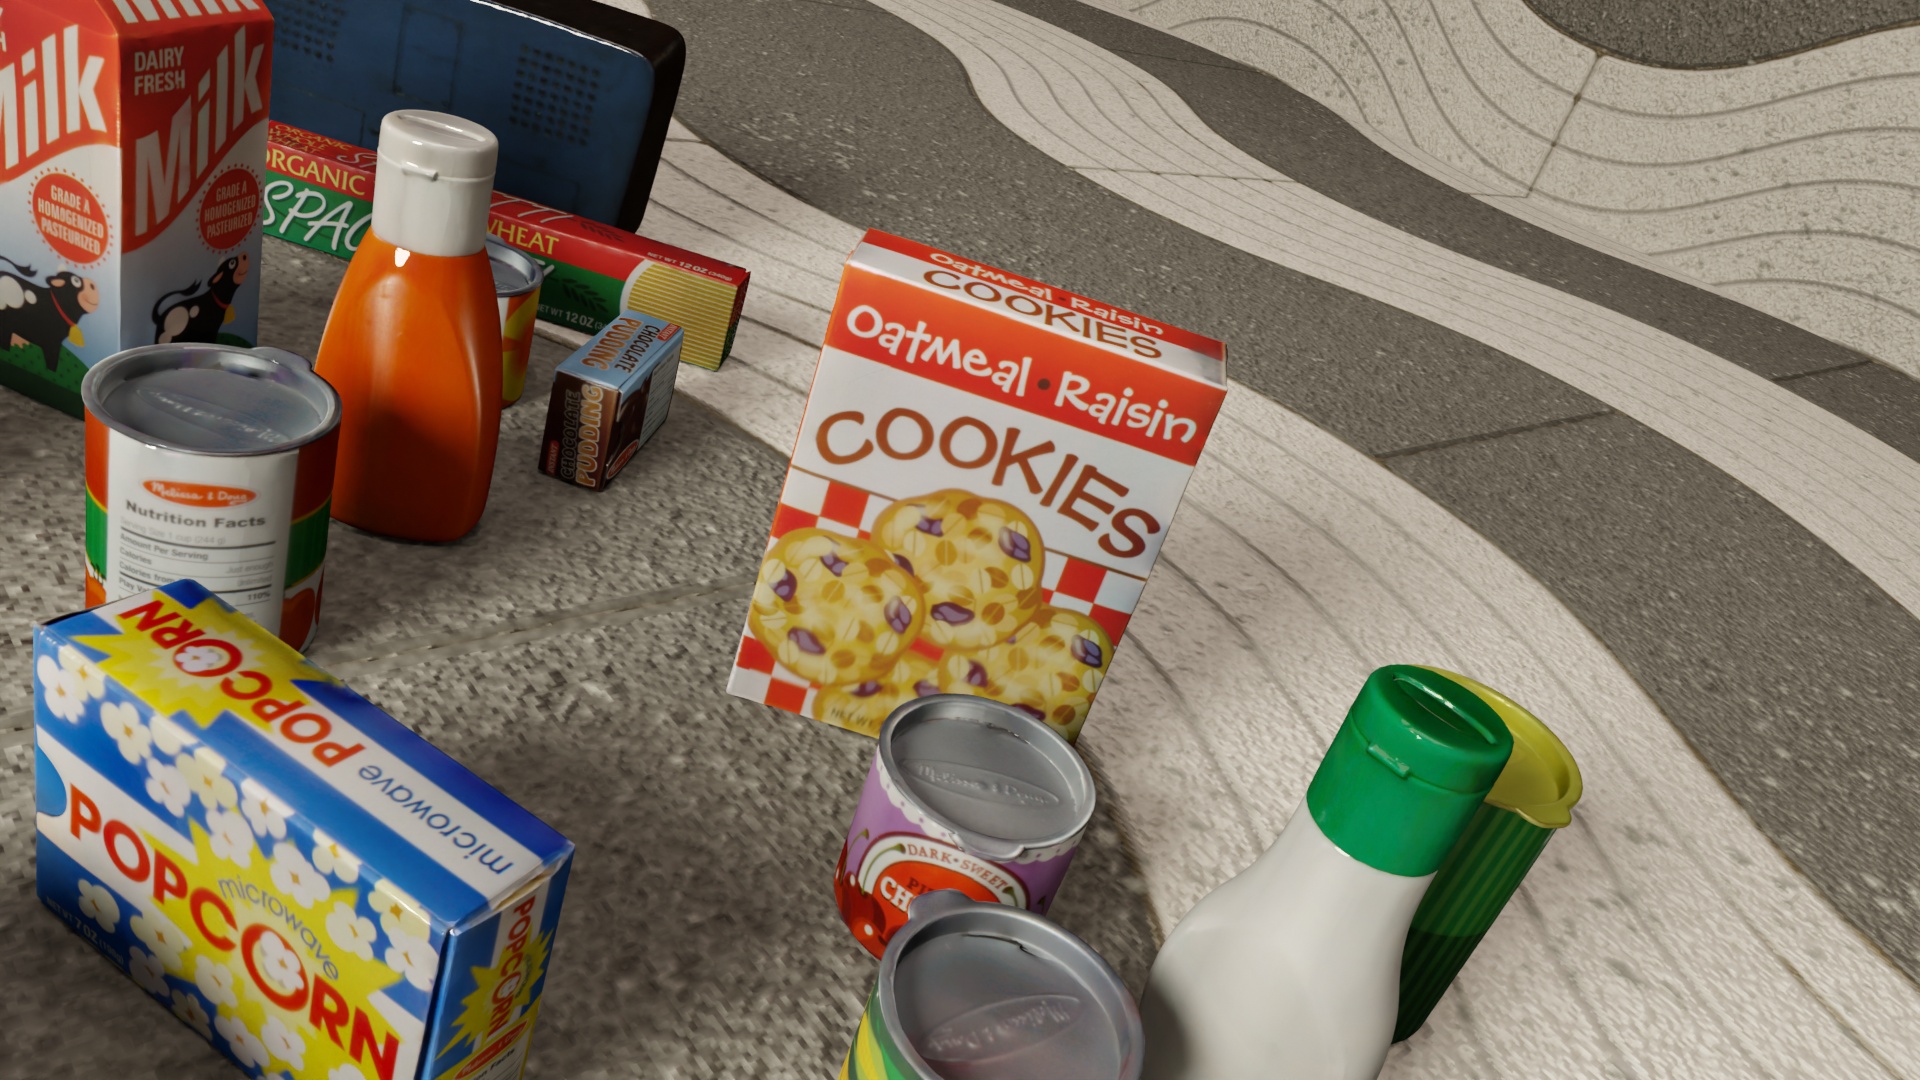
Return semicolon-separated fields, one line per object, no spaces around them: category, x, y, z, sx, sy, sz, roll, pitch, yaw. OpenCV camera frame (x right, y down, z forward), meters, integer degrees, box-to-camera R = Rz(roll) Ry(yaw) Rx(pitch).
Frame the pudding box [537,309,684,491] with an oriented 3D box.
pudding box;-0.149;-0.062;0.598;0.030;0.049;0.084;19;28;-1

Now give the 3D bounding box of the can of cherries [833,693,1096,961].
can of cherries;-0.001;0.090;0.414;0.071;0.058;0.072;15;29;-8

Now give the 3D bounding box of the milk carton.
milk carton;-0.302;-0.142;0.496;0.073;0.189;0.073;23;28;6

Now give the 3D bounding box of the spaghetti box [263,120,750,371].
spaghetti box;-0.233;-0.146;0.692;0.250;0.050;0.029;17;28;-5

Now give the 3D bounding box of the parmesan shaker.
parmesan shaker;0.139;0.101;0.434;0.071;0.102;0.071;15;28;-8

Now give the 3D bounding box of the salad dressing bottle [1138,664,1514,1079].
salad dressing bottle;0.092;0.100;0.359;0.044;0.147;0.064;-12;41;-45

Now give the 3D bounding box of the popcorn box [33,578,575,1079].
popcorn box;-0.153;0.076;0.316;0.127;0.084;0.038;29;29;17

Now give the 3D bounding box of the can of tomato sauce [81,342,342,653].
can of tomato sauce;-0.227;-0.009;0.422;0.071;0.082;0.071;15;28;-8

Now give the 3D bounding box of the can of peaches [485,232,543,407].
can of peaches;-0.219;-0.097;0.606;0.071;0.057;0.071;15;29;-8

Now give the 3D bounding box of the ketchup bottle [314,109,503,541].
ketchup bottle;-0.191;-0.073;0.487;0.065;0.148;0.044;15;28;-8

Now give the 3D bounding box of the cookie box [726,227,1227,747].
cookie box;0.002;-0.006;0.469;0.123;0.166;0.040;18;28;-3

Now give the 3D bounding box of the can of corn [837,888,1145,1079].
can of corn;0.003;0.132;0.343;0.071;0.058;0.071;15;29;-8
